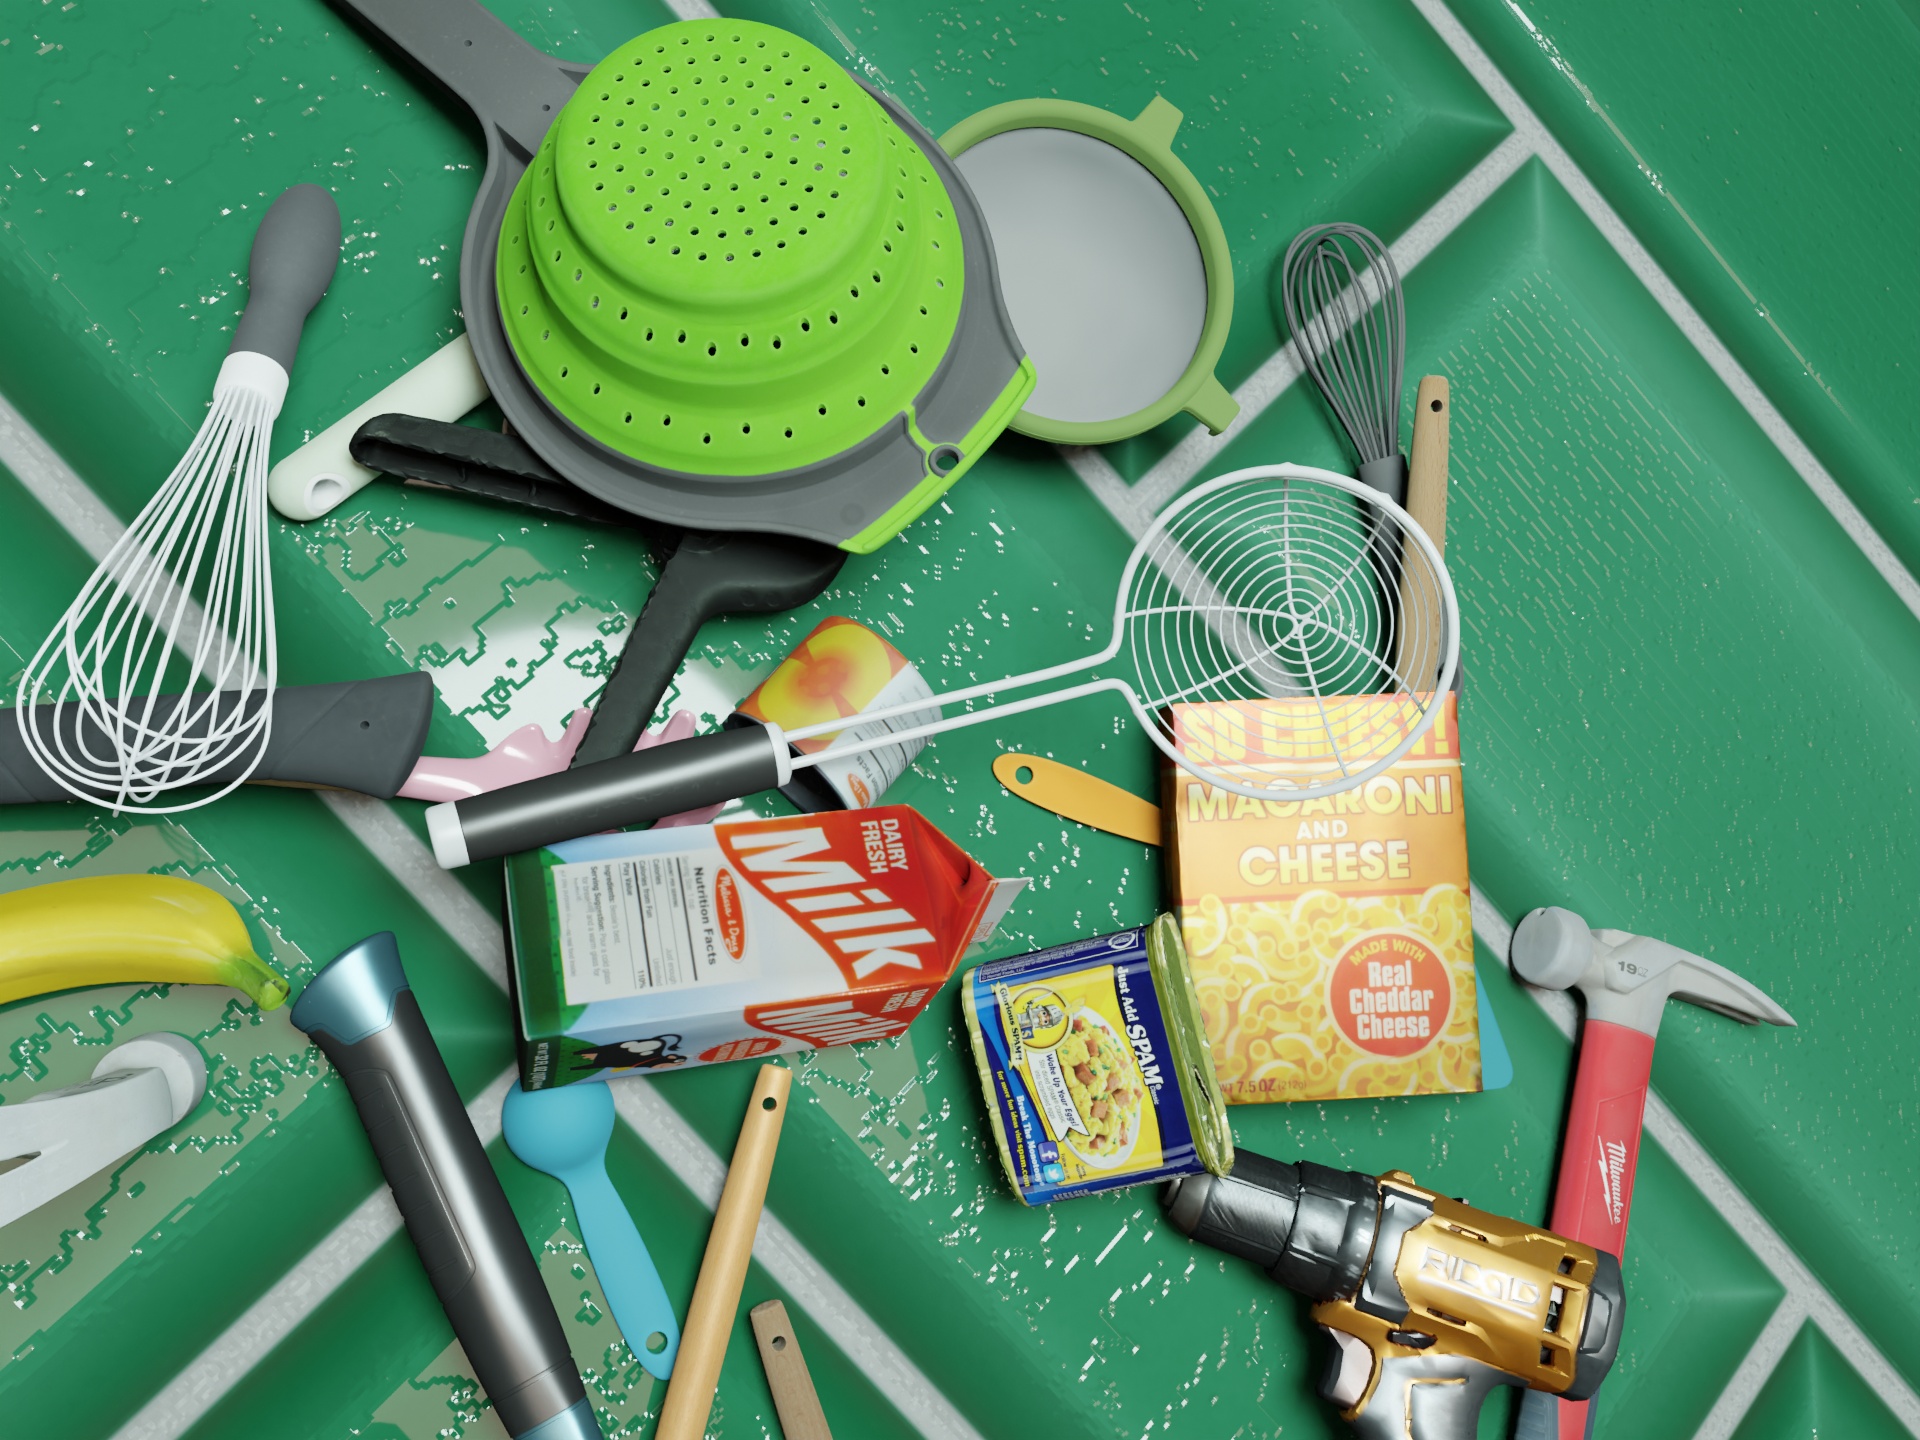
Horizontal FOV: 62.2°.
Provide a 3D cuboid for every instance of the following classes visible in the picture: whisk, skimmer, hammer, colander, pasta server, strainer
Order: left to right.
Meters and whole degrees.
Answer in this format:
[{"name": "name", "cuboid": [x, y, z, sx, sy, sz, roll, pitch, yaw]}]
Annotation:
[{"name": "hammer", "cuboid": [-0.446, 0.156, 0.452, 0.405, 0.144, 0.035, -11, 89, -13]}, {"name": "hammer", "cuboid": [-0.384, 0.013, 0.517, 0.409, 0.036, 0.149, -5, 80, -14]}, {"name": "whisk", "cuboid": [-0.253, -0.092, 0.549, 0.070, 0.070, 0.285, 10, 54, -17]}, {"name": "pasta server", "cuboid": [-0.245, 0.012, 0.581, 0.316, 0.040, 0.060, 7, 59, -16]}, {"name": "hammer", "cuboid": [-0.150, 0.229, 0.551, 0.128, 0.033, 0.331, -26, 81, -15]}, {"name": "whisk", "cuboid": [-0.171, -0.159, 0.637, 0.246, 0.057, 0.059, -42, 60, -17]}, {"name": "colander", "cuboid": [-0.145, -0.232, 0.584, 0.397, 0.094, 0.204, 41, 75, 7]}, {"name": "strainer", "cuboid": [-0.013, -0.177, 0.679, 0.256, 0.069, 0.151, -9, 84, -15]}, {"name": "skimmer", "cuboid": [-0.001, -0.002, 0.561, 0.363, 0.090, 0.127, -14, 97, -18]}, {"name": "whisk", "cuboid": [0.201, -0.121, 0.752, 0.055, 0.055, 0.239, -14, 89, -20]}, {"name": "hammer", "cuboid": [0.281, 0.288, 0.705, 0.143, 0.038, 0.386, 21, 74, -16]}]

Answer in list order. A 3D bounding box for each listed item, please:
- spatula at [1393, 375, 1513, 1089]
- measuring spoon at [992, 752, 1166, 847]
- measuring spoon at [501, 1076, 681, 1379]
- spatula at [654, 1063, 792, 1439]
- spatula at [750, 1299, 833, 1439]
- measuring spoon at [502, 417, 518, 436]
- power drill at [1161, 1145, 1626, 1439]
[{"name": "spatula", "cuboid": [0.208, 0.003, 0.712, 0.082, 0.044, 0.317, 3, 90, -3]}, {"name": "measuring spoon", "cuboid": [0.067, 0.040, 0.696, 0.117, 0.011, 0.021, 22, 82, -10]}, {"name": "measuring spoon", "cuboid": [-0.132, 0.188, 0.594, 0.042, 0.021, 0.128, -23, 88, -21]}, {"name": "spatula", "cuboid": [-0.107, 0.285, 0.571, 0.081, 0.041, 0.323, 16, 77, -7]}, {"name": "spatula", "cuboid": [-0.021, 0.371, 0.600, 0.059, 0.018, 0.316, -19, 88, -21]}, {"name": "measuring spoon", "cuboid": [-0.127, -0.104, 0.656, 0.124, 0.018, 0.034, 12, 74, -23]}, {"name": "power drill", "cuboid": [0.148, 0.290, 0.631, 0.185, 0.084, 0.226, 19, 74, 4]}]
